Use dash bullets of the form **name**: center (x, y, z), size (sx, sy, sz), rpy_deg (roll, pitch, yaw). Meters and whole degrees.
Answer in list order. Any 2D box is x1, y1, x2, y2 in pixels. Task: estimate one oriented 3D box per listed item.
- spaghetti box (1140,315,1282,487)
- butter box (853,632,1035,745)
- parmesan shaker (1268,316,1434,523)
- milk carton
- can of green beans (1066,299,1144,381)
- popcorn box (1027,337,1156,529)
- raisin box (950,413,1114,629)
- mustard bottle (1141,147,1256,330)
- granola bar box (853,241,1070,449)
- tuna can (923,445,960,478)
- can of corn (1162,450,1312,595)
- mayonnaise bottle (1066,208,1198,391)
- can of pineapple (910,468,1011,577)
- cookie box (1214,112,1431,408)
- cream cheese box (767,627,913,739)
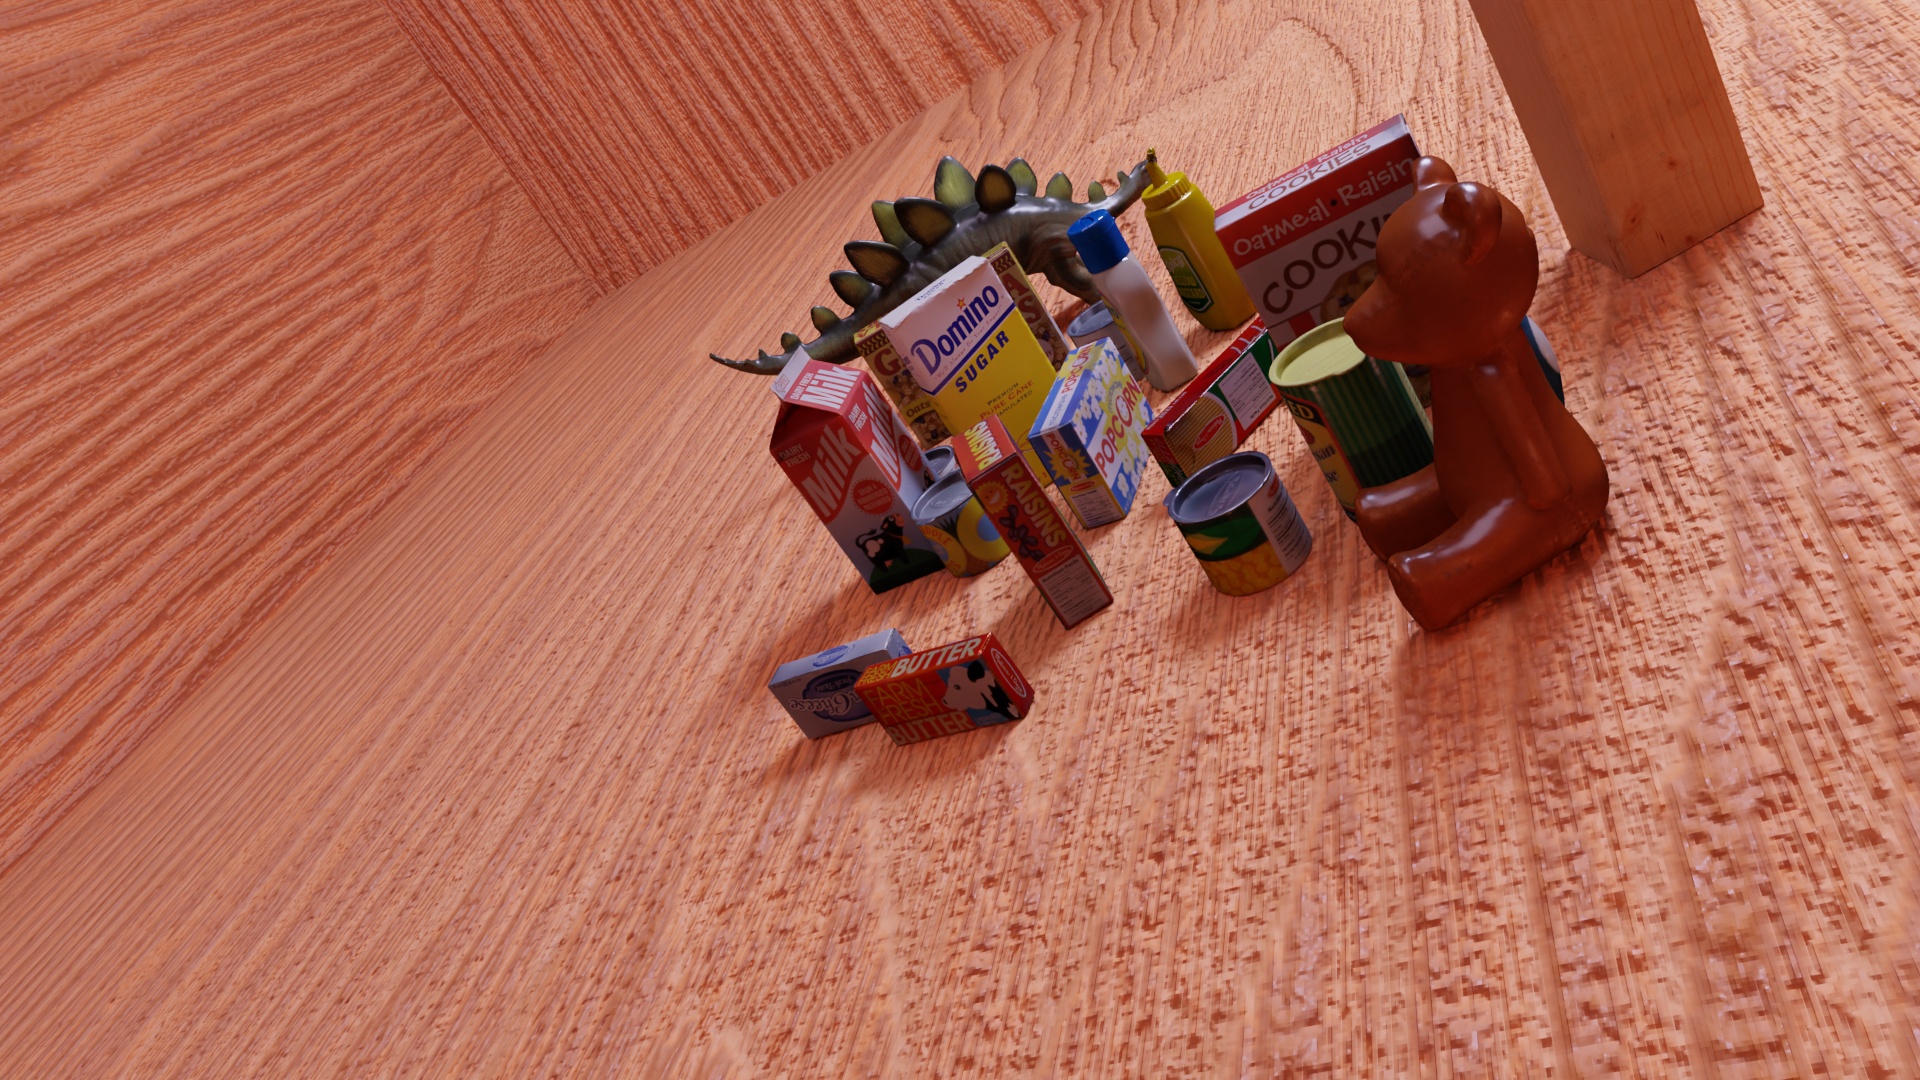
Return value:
- **spaghetti box**: center (0.223, -0.133, 0.991), size (0.251, 0.050, 0.028), rpy_deg (-44, 24, -23)
- **butter box**: center (-0.011, 0.093, 0.854), size (0.103, 0.053, 0.024), rpy_deg (-18, 28, 34)
- **parmesan shaker**: center (0.227, -0.065, 0.783), size (0.071, 0.103, 0.071), rpy_deg (-29, 23, 14)
- **milk carton**: center (-0.080, -0.058, 1.069), size (0.073, 0.190, 0.073), rpy_deg (-23, 25, 26)
- **can of green beans**: center (0.133, -0.169, 1.175), size (0.071, 0.057, 0.071), rpy_deg (-29, 23, 14)
- **popcorn box**: center (0.099, -0.079, 1.007), size (0.038, 0.085, 0.127), rpy_deg (-20, 27, 32)
- **raisin box**: center (0.045, -0.013, 0.899), size (0.040, 0.123, 0.086), rpy_deg (-32, 22, 6)
- **mustard bottle**: center (0.185, -0.246, 1.124), size (0.049, 0.160, 0.065), rpy_deg (-40, 23, -13)
- **granola bar box**: center (0.003, -0.179, 1.282), size (0.165, 0.124, 0.039), rpy_deg (-31, 23, 8)
- **tuna can**: center (-0.027, -0.048, 1.183), size (0.071, 0.032, 0.071), rpy_deg (-28, 23, 14)
- **can of corn**: center (0.163, -0.009, 0.817), size (0.071, 0.058, 0.071), rpy_deg (-29, 23, 14)
- **mayonnaise bottle**: center (0.135, -0.190, 1.096), size (0.041, 0.147, 0.065), rpy_deg (-34, 22, 2)
- **can of pineapple**: center (0.004, -0.013, 1.038), size (0.071, 0.057, 0.071), rpy_deg (-29, 23, 14)
- **cookie box**: center (0.247, -0.155, 0.851), size (0.122, 0.167, 0.040), rpy_deg (-25, 24, 22)
- **cream cheese box**: center (-0.073, 0.097, 0.928), size (0.103, 0.053, 0.024), rpy_deg (-20, 26, 30)
